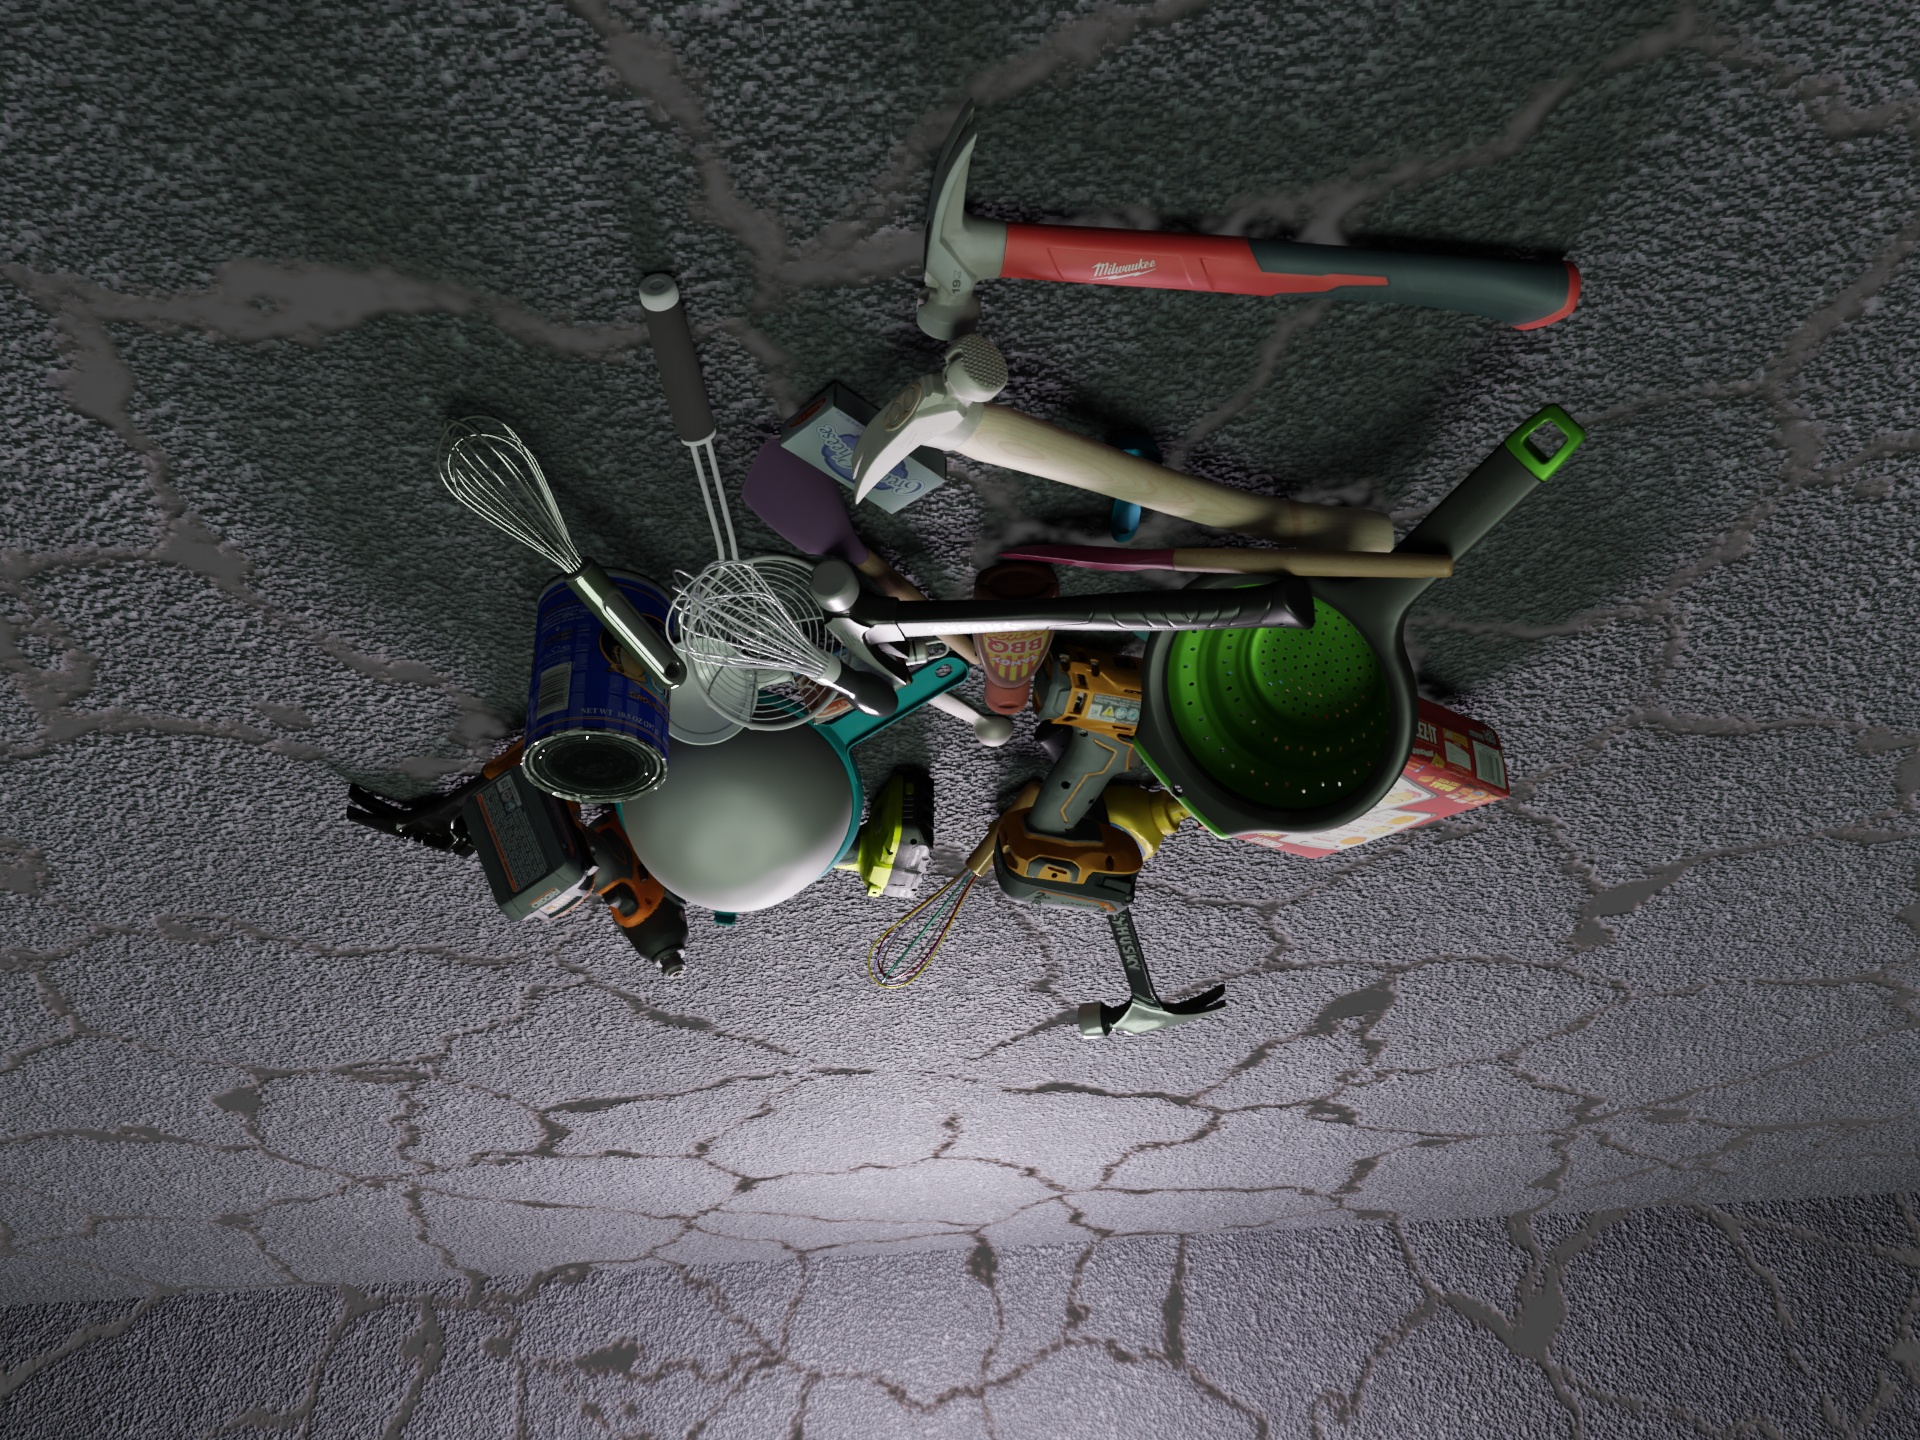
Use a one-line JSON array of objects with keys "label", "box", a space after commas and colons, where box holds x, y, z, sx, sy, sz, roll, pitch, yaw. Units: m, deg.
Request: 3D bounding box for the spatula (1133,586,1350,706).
[{"label": "spatula", "box": [0.281, -0.039, 1.309, 0.317, 0.044, 0.082, 16, 143, -36]}]

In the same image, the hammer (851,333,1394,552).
[{"label": "hammer", "box": [0.128, -0.150, 1.058, 0.410, 0.038, 0.146, 10, 152, -33]}]

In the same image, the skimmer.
[{"label": "skimmer", "box": [-0.147, -0.131, 1.051, 0.127, 0.090, 0.363, -31, 150, -16]}]

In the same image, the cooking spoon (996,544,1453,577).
[{"label": "cooking spoon", "box": [0.171, -0.109, 1.081, 0.319, 0.017, 0.068, 5, -179, 28]}]

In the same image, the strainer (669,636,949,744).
[{"label": "strainer", "box": [-0.136, -0.036, 1.252, 0.258, 0.050, 0.087, -9, 105, 0]}]

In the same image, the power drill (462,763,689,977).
[{"label": "power drill", "box": [-0.311, 0.135, 1.354, 0.084, 0.164, 0.226, -33, 155, 8]}]

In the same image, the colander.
[{"label": "colander", "box": [0.284, -0.076, 1.106, 0.094, 0.204, 0.397, -31, 166, -50]}]

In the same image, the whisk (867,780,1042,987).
[{"label": "whisk", "box": [-0.004, 0.152, 1.469, 0.245, 0.047, 0.051, -52, 162, 9]}]

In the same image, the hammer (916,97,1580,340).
[{"label": "hammer", "box": [0.173, -0.271, 0.906, 0.386, 0.038, 0.143, 1, 146, -8]}]

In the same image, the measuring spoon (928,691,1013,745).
[{"label": "measuring spoon", "box": [-0.002, -0.004, 1.336, 0.034, 0.018, 0.124, -28, 140, 34]}]

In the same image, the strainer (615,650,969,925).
[{"label": "strainer", "box": [-0.135, 0.053, 1.289, 0.340, 0.095, 0.210, -31, 115, 18]}]

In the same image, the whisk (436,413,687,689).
[{"label": "whisk", "box": [-0.259, -0.107, 1.062, 0.059, 0.058, 0.246, 12, 148, 48]}]

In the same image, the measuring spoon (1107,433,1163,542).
[{"label": "measuring spoon", "box": [0.114, -0.162, 1.102, 0.042, 0.021, 0.128, -6, 157, 0]}]

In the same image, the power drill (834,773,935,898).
[{"label": "power drill", "box": [-0.140, 0.093, 1.429, 0.223, 0.080, 0.171, 6, 146, -9]}]

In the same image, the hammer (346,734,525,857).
[{"label": "hammer", "box": [-0.378, 0.031, 1.341, 0.337, 0.034, 0.127, -28, 142, 34]}]

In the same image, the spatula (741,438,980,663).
[{"label": "spatula", "box": [-0.058, -0.109, 1.141, 0.018, 0.060, 0.315, 16, 167, 34]}]

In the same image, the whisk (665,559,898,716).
[{"label": "whisk", "box": [-0.110, -0.046, 1.089, 0.070, 0.070, 0.284, -17, 160, 20]}]

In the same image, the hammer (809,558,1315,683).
[{"label": "hammer", "box": [0.074, -0.072, 1.102, 0.335, 0.035, 0.146, -1, 158, 14]}]

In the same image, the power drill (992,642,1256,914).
[{"label": "power drill", "box": [0.133, 0.049, 1.317, 0.185, 0.084, 0.226, 8, 119, -13]}]

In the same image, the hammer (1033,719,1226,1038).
[{"label": "hammer", "box": [0.141, 0.150, 1.460, 0.149, 0.036, 0.408, -9, 128, 14]}]
